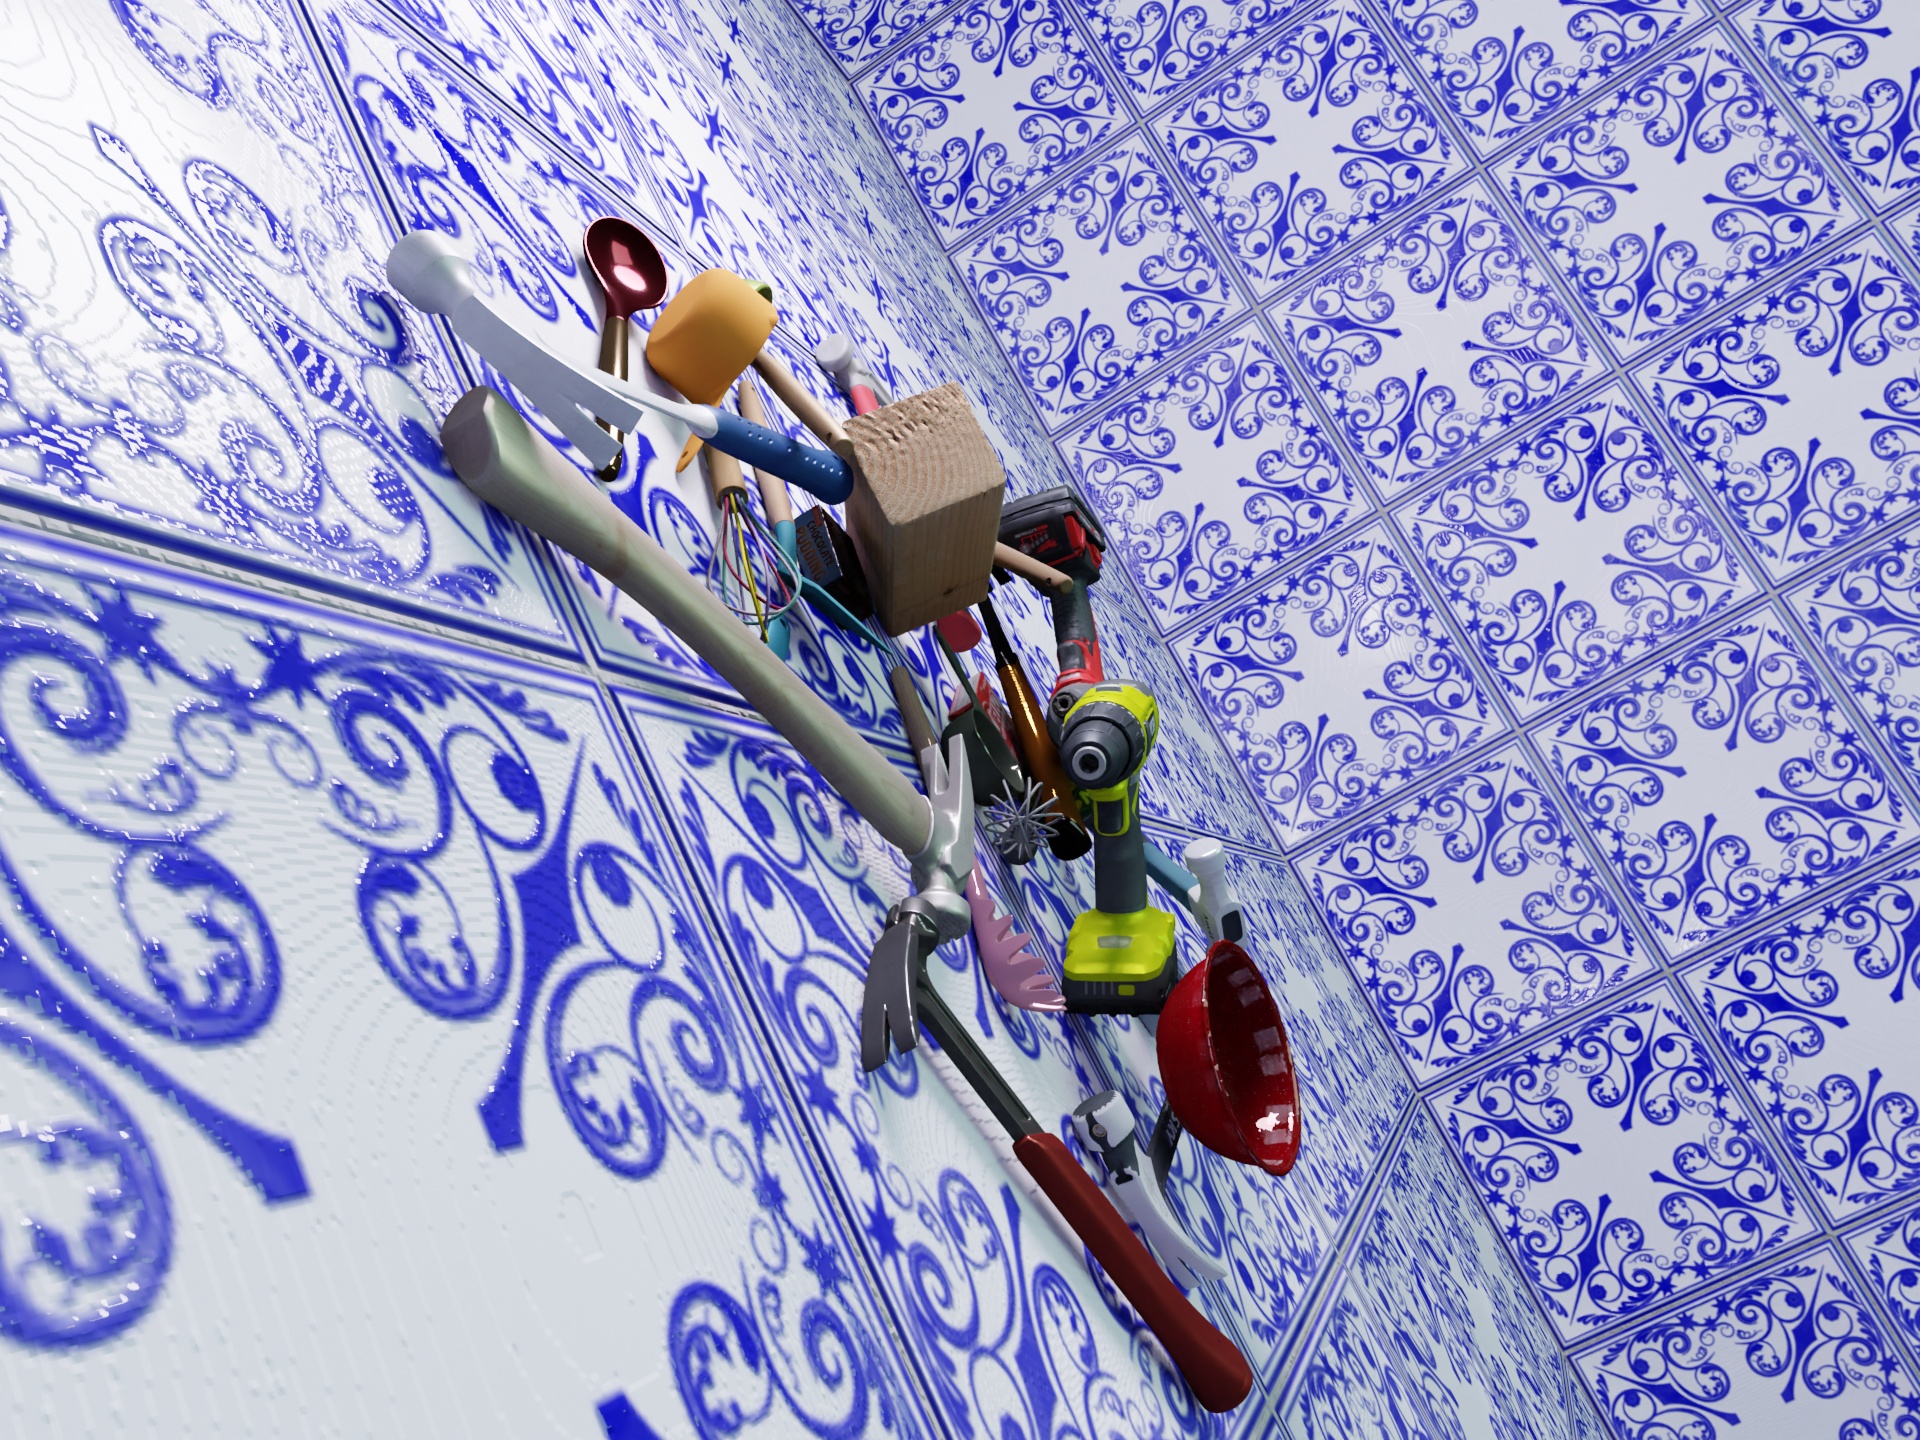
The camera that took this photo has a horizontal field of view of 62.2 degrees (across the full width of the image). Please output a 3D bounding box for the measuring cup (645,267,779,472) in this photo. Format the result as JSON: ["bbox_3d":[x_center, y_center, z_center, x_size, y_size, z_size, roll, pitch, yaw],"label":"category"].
[{"bbox_3d":[-0.178,-0.232,1.049,0.052,0.095,0.174,40,40,-28],"label":"measuring cup"}]

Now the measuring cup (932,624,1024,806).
[{"bbox_3d":[-0.002,-0.004,1.256,0.083,0.038,0.168,38,22,-57],"label":"measuring cup"}]

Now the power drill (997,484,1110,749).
[{"bbox_3d":[0.088,-0.072,1.307,0.143,0.078,0.220,31,45,-66],"label":"power drill"}]

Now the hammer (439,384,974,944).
[{"bbox_3d":[-0.114,-0.036,0.857,0.410,0.038,0.146,46,32,-39],"label":"hammer"}]

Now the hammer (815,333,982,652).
[{"bbox_3d":[-0.047,-0.210,1.544,0.143,0.038,0.387,45,19,-53],"label":"hammer"}]

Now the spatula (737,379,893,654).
[{"bbox_3d":[-0.121,-0.158,1.137,0.082,0.044,0.318,41,21,-44],"label":"spatula"}]

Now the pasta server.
[{"bbox_3d":[0.003,0.072,1.100,0.060,0.040,0.317,63,4,-49],"label":"pasta server"}]

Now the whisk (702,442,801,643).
[{"bbox_3d":[-0.141,-0.132,1.008,0.047,0.051,0.245,41,18,-39],"label":"whisk"}]

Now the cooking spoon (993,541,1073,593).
[{"bbox_3d":[0.000,-0.153,1.315,0.017,0.068,0.319,-3,21,-31],"label":"cooking spoon"}]

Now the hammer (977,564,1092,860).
[{"bbox_3d":[0.048,-0.027,1.344,0.127,0.034,0.337,45,22,-54],"label":"hammer"}]

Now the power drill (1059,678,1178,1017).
[{"bbox_3d":[0.109,0.091,1.141,0.190,0.080,0.228,-40,127,-74],"label":"power drill"}]

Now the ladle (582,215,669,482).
[{"bbox_3d":[-0.214,-0.234,0.994,0.069,0.031,0.316,33,28,-31],"label":"ladle"}]

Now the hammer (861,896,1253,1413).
[{"bbox_3d":[0.061,0.265,0.886,0.359,0.036,0.149,55,14,-17],"label":"hammer"}]

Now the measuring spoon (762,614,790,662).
[{"bbox_3d":[-0.107,-0.041,0.967,0.042,0.021,0.129,54,16,-24],"label":"measuring spoon"}]

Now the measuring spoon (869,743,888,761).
[{"bbox_3d":[-0.064,0.027,1.012,0.034,0.018,0.124,66,7,8],"label":"measuring spoon"}]

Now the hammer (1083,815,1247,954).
[{"bbox_3d":[0.151,0.109,1.344,0.331,0.033,0.128,-140,-151,-66],"label":"hammer"}]

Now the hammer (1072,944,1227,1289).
[{"bbox_3d":[0.176,0.262,1.194,0.149,0.036,0.409,61,22,-4],"label":"hammer"}]

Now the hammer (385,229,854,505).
[{"bbox_3d":[-0.152,-0.170,0.918,0.144,0.035,0.405,42,11,15],"label":"hammer"}]

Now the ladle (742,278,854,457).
[{"bbox_3d":[-0.122,-0.239,1.103,0.062,0.078,0.320,20,19,-33],"label":"ladle"}]

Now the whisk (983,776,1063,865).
[{"bbox_3d":[0.041,0.079,1.121,0.055,0.055,0.239,62,-4,10],"label":"whisk"}]
